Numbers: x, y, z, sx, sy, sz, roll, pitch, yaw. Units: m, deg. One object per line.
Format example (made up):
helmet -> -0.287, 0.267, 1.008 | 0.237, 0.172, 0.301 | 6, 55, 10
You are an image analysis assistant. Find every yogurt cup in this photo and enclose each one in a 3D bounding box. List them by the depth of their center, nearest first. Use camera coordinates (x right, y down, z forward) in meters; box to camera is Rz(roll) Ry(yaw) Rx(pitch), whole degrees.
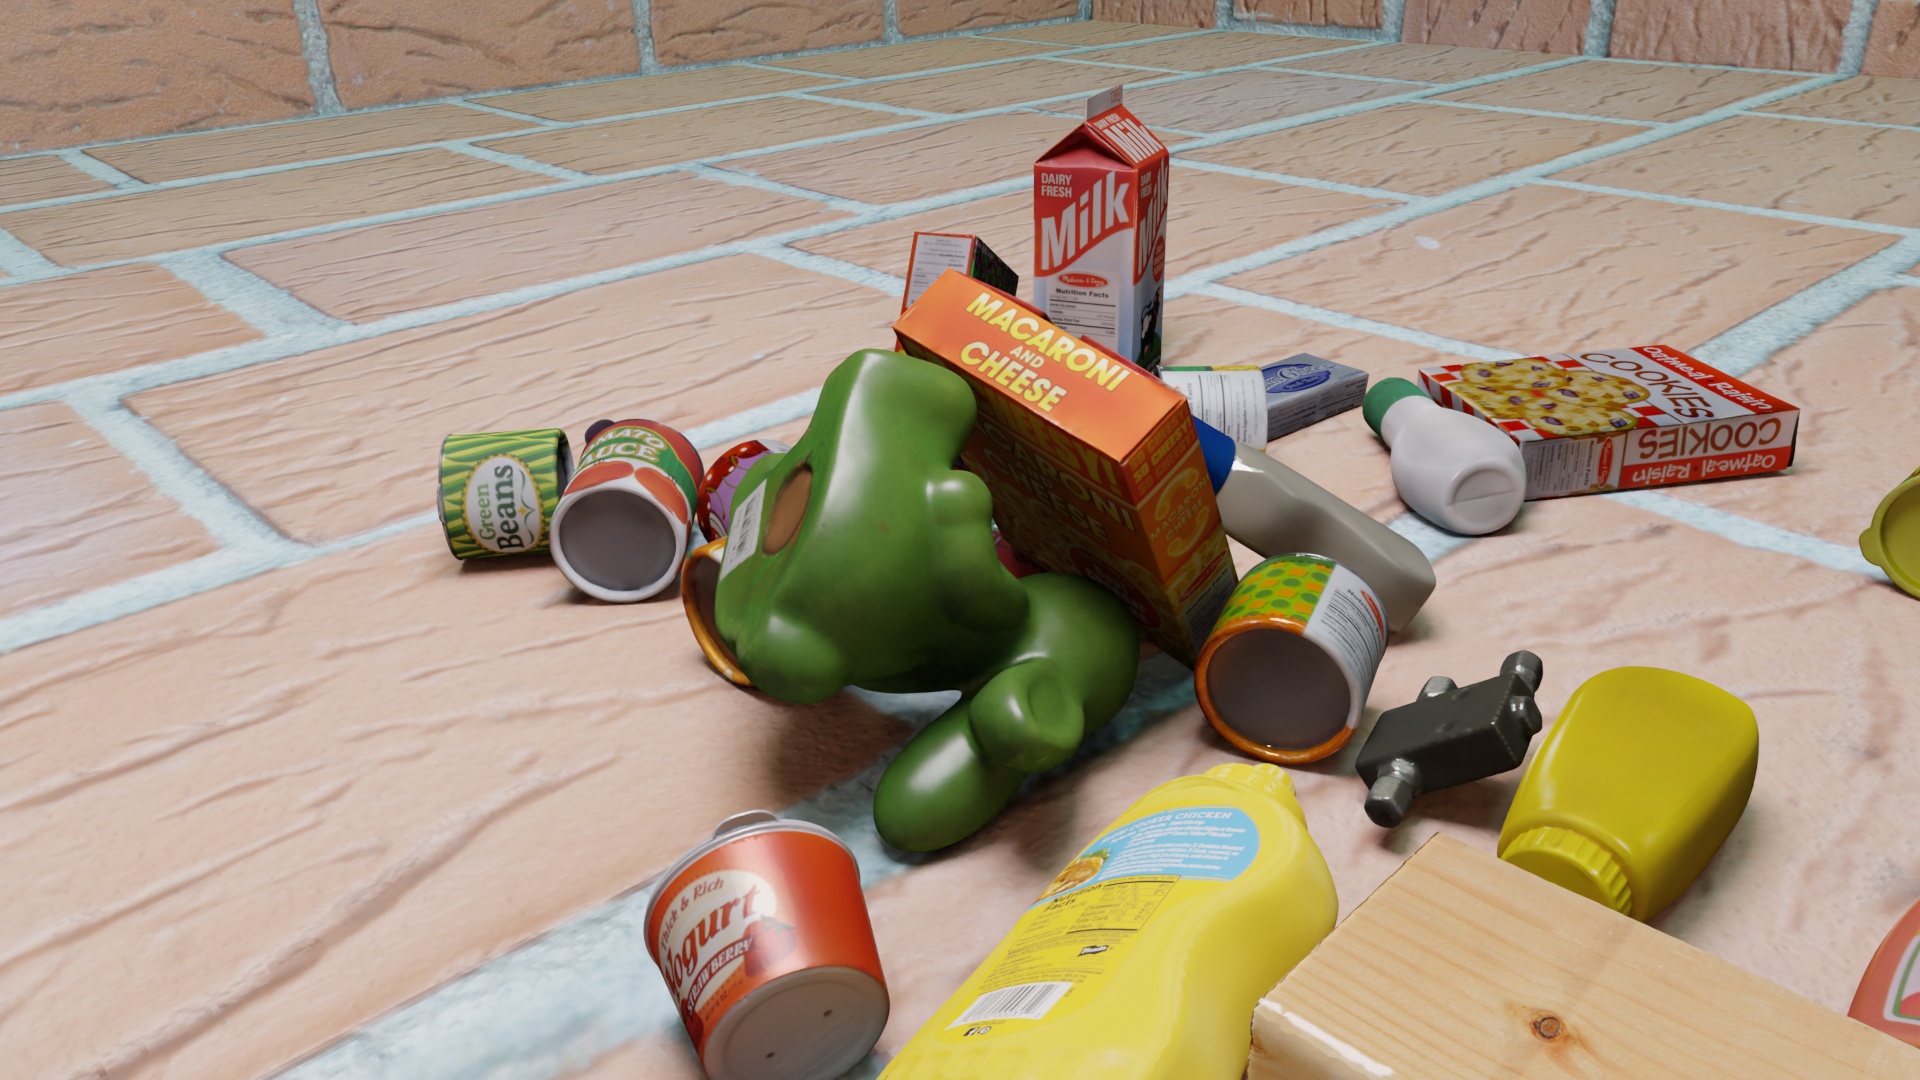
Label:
yogurt cup -> -0.055, 0.125, 0.409 | 0.072, 0.072, 0.054 | -11, 35, -19

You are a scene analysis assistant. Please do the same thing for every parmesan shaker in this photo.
parmesan shaker -> 0.486, -0.016, 0.664 | 0.103, 0.071, 0.071 | -24, 33, -38

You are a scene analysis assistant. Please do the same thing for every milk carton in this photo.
milk carton -> 0.094, -0.203, 0.931 | 0.073, 0.189, 0.073 | 10, 28, 22

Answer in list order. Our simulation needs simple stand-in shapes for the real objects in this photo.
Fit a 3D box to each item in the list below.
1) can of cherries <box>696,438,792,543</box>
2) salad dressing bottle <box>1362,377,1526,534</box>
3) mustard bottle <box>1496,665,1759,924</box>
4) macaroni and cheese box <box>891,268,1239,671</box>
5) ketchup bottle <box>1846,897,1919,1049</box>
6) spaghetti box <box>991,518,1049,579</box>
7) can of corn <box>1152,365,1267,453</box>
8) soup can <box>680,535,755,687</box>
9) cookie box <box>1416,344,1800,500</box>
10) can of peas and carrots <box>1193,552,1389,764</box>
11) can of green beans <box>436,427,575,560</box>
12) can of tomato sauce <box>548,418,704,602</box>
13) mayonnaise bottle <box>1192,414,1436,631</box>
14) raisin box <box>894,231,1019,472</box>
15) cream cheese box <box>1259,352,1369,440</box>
can of cherries -> -0.092, -0.010, 0.688 | 0.072, 0.071, 0.058 | -17, 29, -29
salad dressing bottle -> 0.265, -0.053, 0.778 | 0.064, 0.043, 0.148 | -12, 25, 3
mustard bottle -> 0.217, 0.095, 0.468 | 0.065, 0.048, 0.161 | 20, 34, 38
macaroni and cheese box -> 0.050, -0.027, 0.578 | 0.124, 0.165, 0.040 | 35, 75, 33
ketchup bottle -> 0.307, 0.126, 0.406 | 0.065, 0.043, 0.149 | 19, 32, 37
spaghetti box -> 0.003, -0.009, 0.720 | 0.250, 0.028, 0.050 | 12, 29, 26
can of corn -> 0.140, -0.066, 0.791 | 0.058, 0.070, 0.071 | 0, 26, 2
soup can -> -0.074, 0.021, 0.624 | 0.084, 0.071, 0.071 | -24, 33, -37
cookie box -> 0.373, -0.072, 0.815 | 0.168, 0.040, 0.123 | -6, 26, -7
can of peas and carrots -> 0.130, 0.048, 0.556 | 0.071, 0.070, 0.059 | 10, 28, 23
can of green beans -> -0.234, -0.024, 0.725 | 0.058, 0.071, 0.071 | -4, 26, -6
can of tomato sauce -> -0.168, -0.018, 0.702 | 0.071, 0.071, 0.083 | -3, 26, -2
mayonnaise bottle -> 0.141, -0.013, 0.623 | 0.148, 0.041, 0.065 | 28, 16, -16
raisin box -> -0.004, -0.099, 0.768 | 0.040, 0.123, 0.086 | 9, -2, 17
cream cheese box -> 0.207, -0.093, 0.885 | 0.104, 0.024, 0.053 | -21, 31, -34
